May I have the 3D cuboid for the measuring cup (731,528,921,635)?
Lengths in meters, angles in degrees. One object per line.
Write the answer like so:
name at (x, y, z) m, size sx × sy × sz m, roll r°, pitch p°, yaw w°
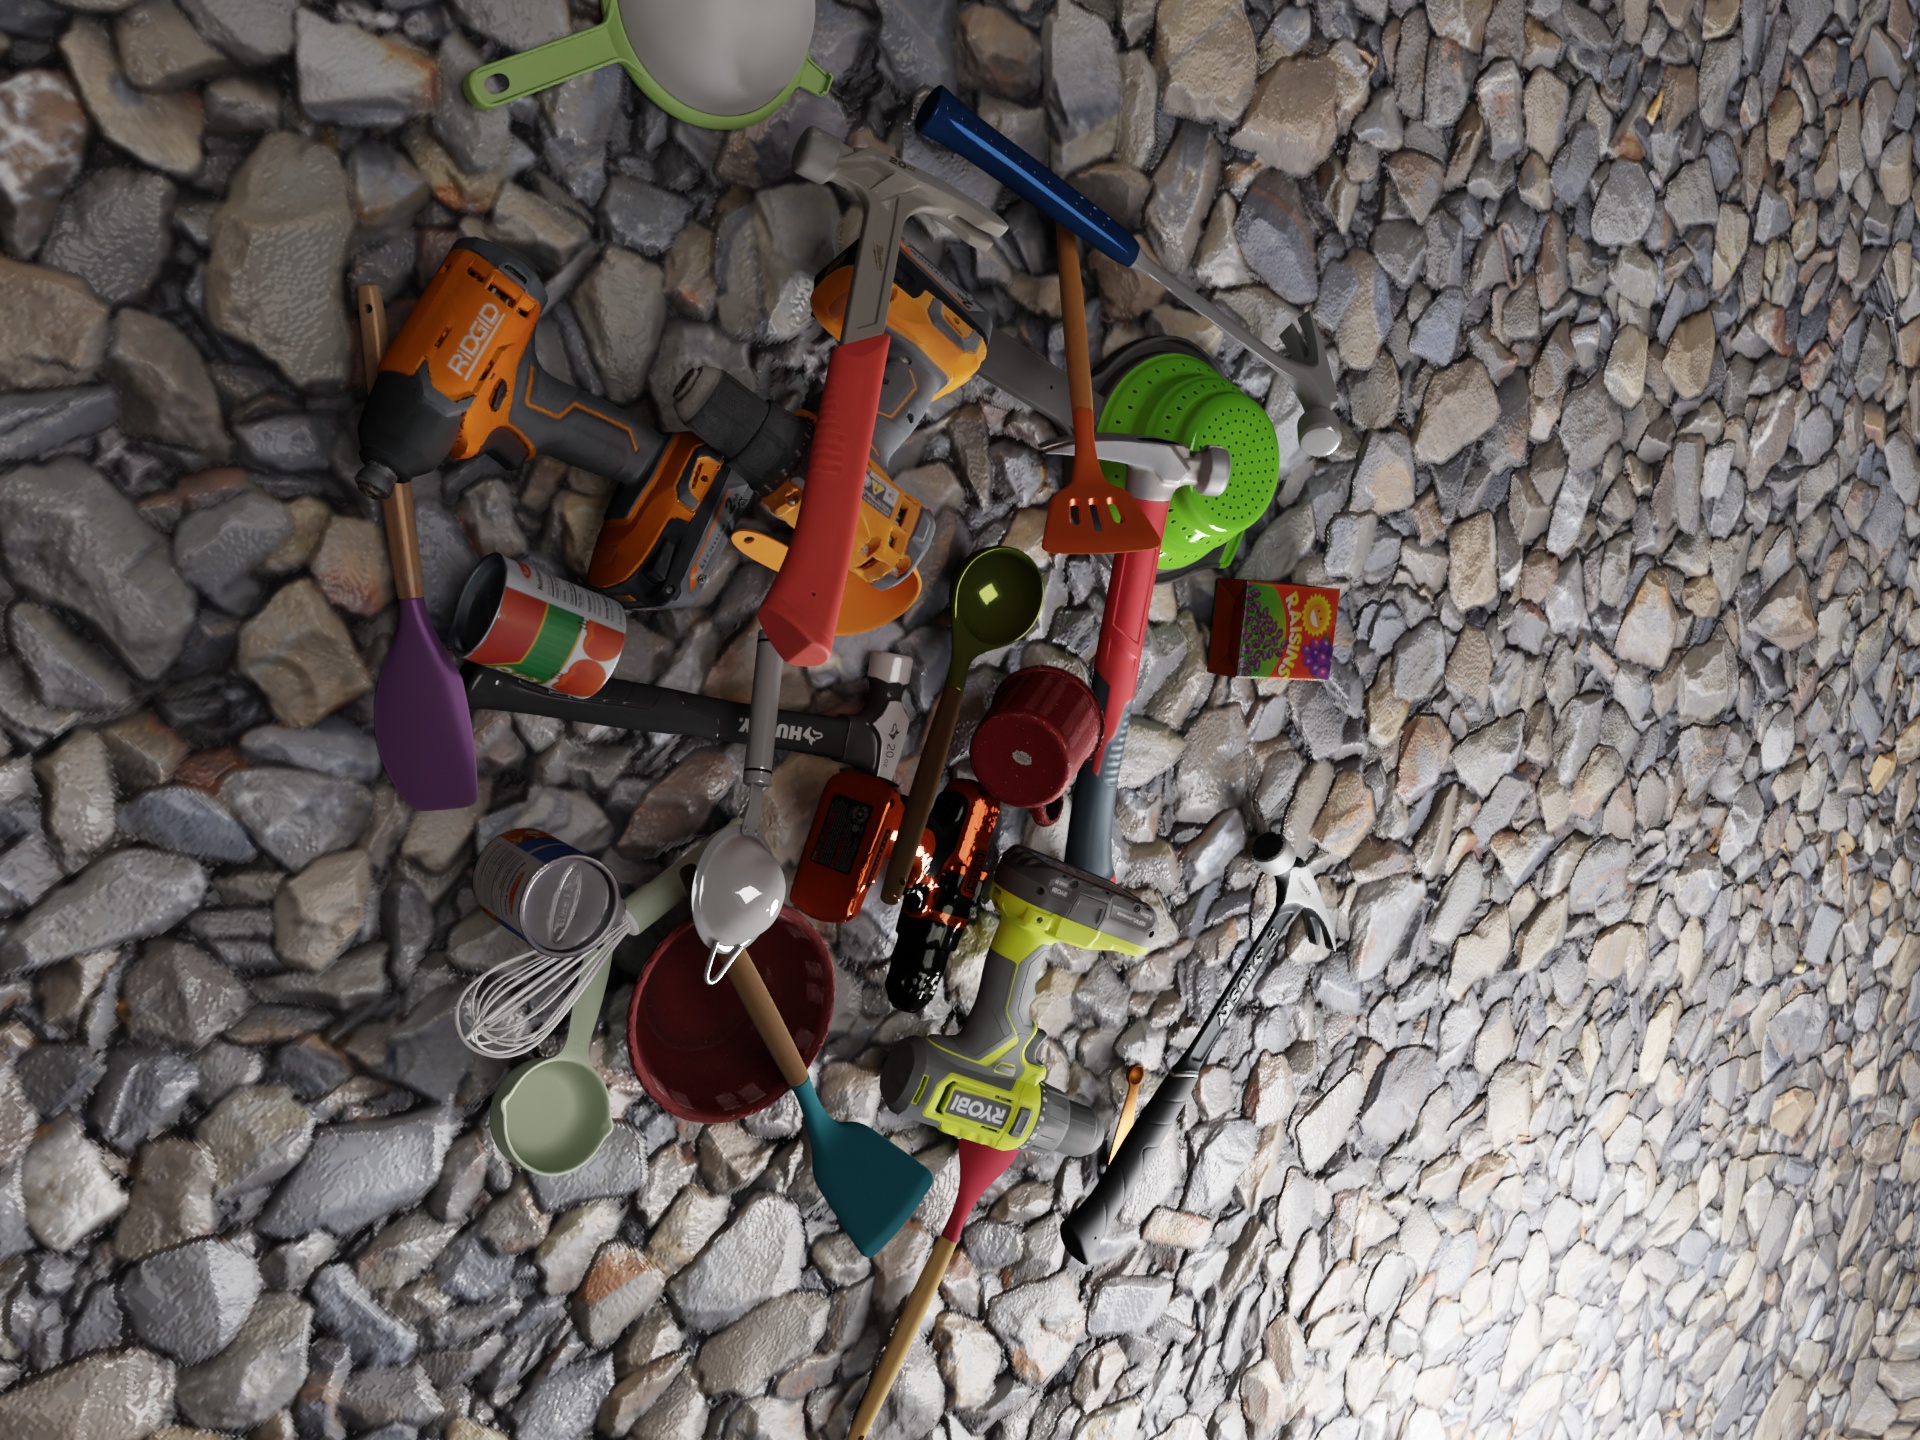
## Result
measuring cup at (-0.100, -0.115, 1.079) m, size 0.173 × 0.095 × 0.052 m, roll 24°, pitch 40°, yaw -52°

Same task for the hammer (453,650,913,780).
hammer at (-0.182, 0.002, 1.086) m, size 0.334 × 0.035 × 0.146 m, roll 10°, pitch 92°, yaw -37°

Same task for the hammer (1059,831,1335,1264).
hammer at (0.211, 0.301, 1.422) m, size 0.409 × 0.036 × 0.149 m, roll -54°, pitch 128°, yaw -18°

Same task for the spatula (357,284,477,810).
spatula at (-0.336, -0.099, 0.956) m, size 0.060 × 0.018 × 0.316 m, roll -4°, pitch 100°, yaw 0°

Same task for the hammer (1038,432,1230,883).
hammer at (0.106, -0.031, 1.249) m, size 0.143 × 0.038 × 0.386 m, roll 5°, pitch 111°, yaw -10°

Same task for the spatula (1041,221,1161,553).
spatula at (0.087, -0.247, 1.144) m, size 0.081 × 0.041 × 0.323 m, roll -2°, pitch 64°, yaw -1°

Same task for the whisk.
whisk at (-0.230, 0.138, 1.061) m, size 0.059 × 0.057 × 0.246 m, roll 44°, pitch 55°, yaw 11°

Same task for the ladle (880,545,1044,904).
ladle at (-0.002, -0.004, 1.123) m, size 0.078 × 0.062 × 0.320 m, roll 46°, pitch 41°, yaw -30°

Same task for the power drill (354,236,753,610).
power drill at (-0.249, -0.158, 0.965) m, size 0.226 × 0.084 × 0.164 m, roll 38°, pitch 67°, yaw -35°

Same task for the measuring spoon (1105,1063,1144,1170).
measuring spoon at (0.142, 0.359, 1.409) m, size 0.021 × 0.011 × 0.117 m, roll 8°, pitch 97°, yaw -43°

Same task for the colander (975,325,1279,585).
colander at (0.130, -0.233, 1.235) m, size 0.396 × 0.094 × 0.204 m, roll 23°, pitch 84°, yaw -37°

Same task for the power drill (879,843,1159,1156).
power drill at (0.063, 0.231, 1.254) m, size 0.190 × 0.080 × 0.228 m, roll 23°, pitch 92°, yaw -23°

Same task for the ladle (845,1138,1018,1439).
ladle at (-0.022, 0.444, 1.292) m, size 0.069 × 0.031 × 0.315 m, roll 30°, pitch 82°, yaw -34°

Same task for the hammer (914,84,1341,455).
hammer at (0.138, -0.352, 1.212) m, size 0.405 × 0.035 × 0.144 m, roll 28°, pitch 45°, yaw -25°

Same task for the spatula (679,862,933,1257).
spatula at (-0.114, 0.229, 1.101) m, size 0.082 × 0.044 × 0.317 m, roll -43°, pitch 120°, yaw -37°

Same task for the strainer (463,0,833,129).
strainer at (-0.184, -0.431, 0.982) m, size 0.256 × 0.069 × 0.151 m, roll -35°, pitch 117°, yaw -29°

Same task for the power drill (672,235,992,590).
power drill at (-0.080, -0.220, 1.042) m, size 0.185 × 0.084 × 0.226 m, roll 35°, pitch 54°, yaw -26°

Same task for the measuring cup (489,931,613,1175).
measuring cup at (-0.267, 0.219, 1.069) m, size 0.083 × 0.038 × 0.168 m, roll 25°, pitch 67°, yaw -35°

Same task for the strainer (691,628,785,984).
strainer at (-0.135, 0.046, 1.058) m, size 0.086 × 0.050 × 0.258 m, roll 26°, pitch 64°, yaw -57°

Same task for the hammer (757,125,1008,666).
hammer at (-0.059, -0.197, 0.978) m, size 0.149 × 0.036 × 0.359 m, roll 19°, pitch 64°, yaw -25°
